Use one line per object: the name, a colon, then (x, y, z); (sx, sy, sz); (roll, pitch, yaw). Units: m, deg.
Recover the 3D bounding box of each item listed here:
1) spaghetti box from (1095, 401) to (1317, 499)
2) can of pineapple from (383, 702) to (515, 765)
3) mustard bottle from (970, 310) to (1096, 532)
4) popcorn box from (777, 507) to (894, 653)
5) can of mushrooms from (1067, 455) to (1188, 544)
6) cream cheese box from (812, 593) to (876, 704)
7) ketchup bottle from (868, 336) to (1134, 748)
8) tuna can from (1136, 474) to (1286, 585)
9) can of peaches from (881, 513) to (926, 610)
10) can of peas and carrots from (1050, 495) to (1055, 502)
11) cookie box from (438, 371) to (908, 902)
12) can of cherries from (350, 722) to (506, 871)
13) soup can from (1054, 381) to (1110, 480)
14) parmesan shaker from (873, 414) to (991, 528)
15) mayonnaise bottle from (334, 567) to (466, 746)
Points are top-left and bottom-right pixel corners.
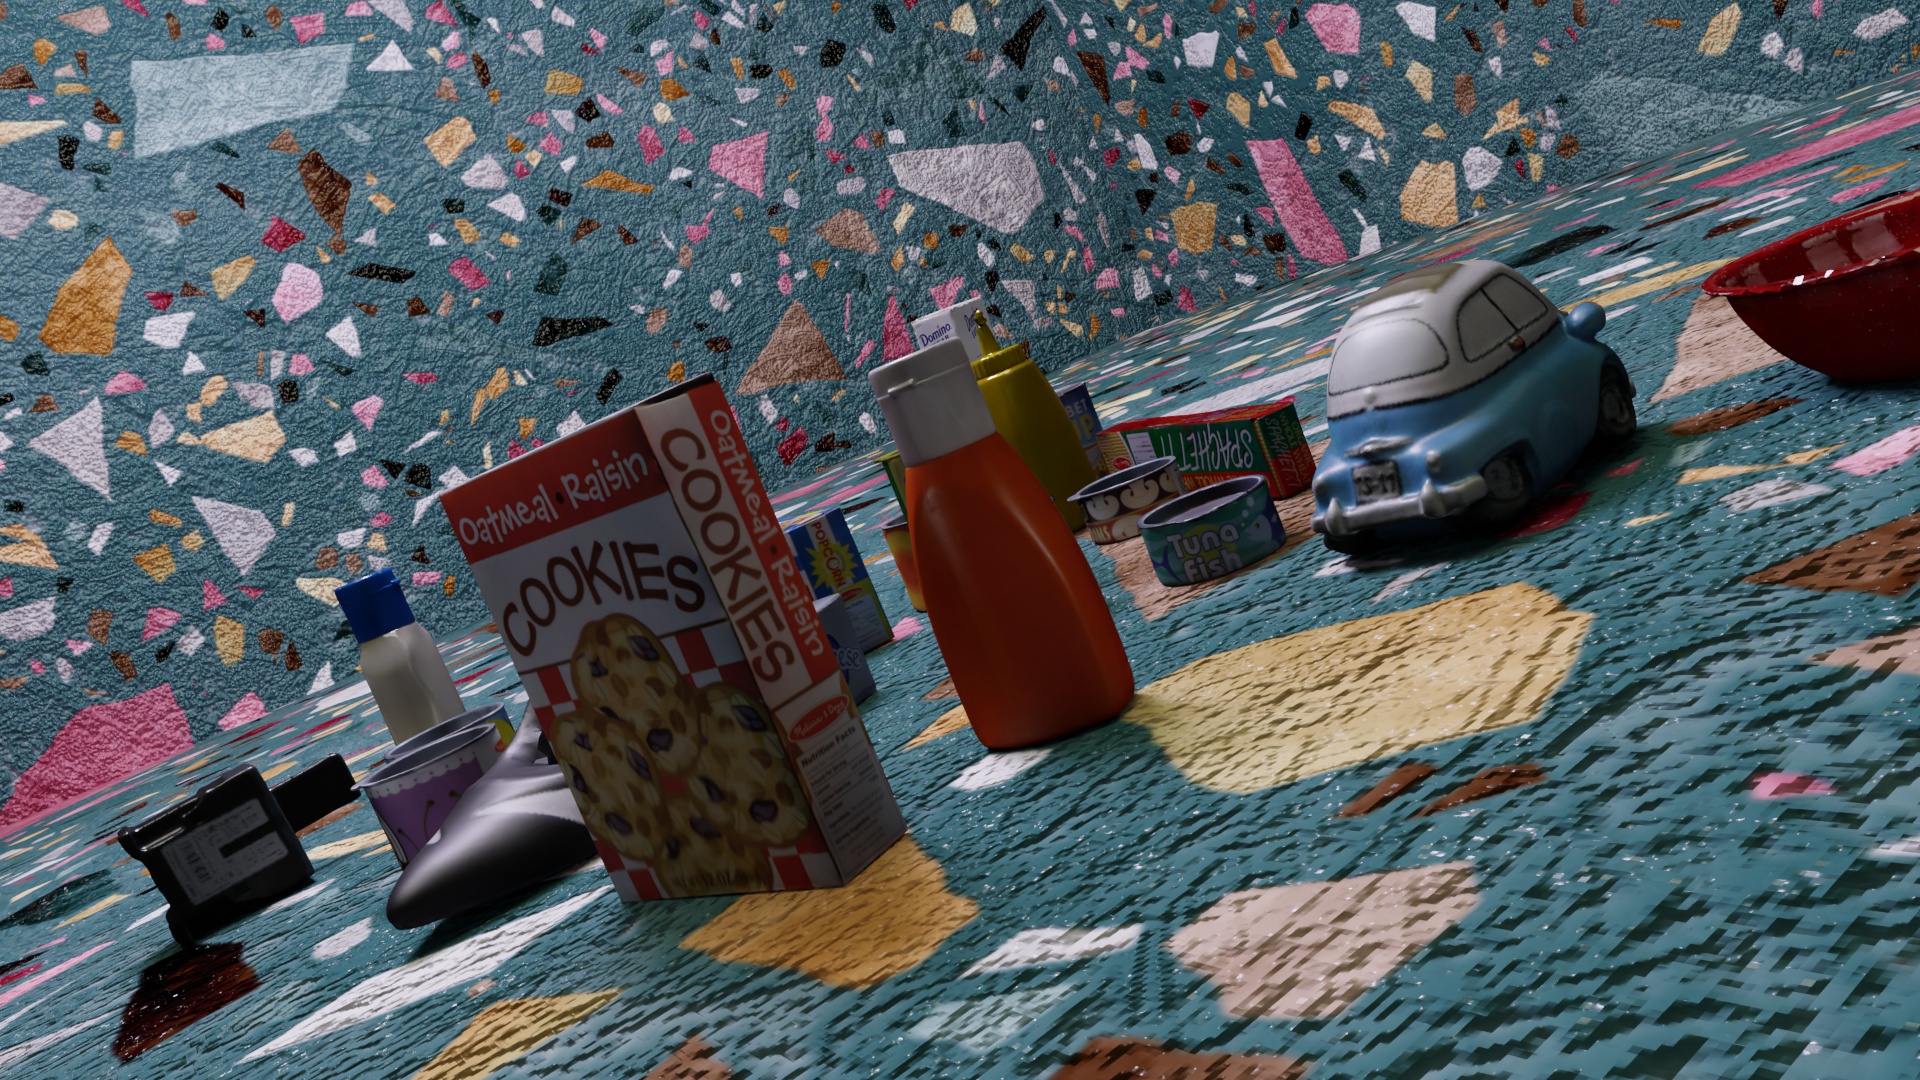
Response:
spaghetti box: (0.147, -0.054, 0.874); (0.029, 0.050, 0.250); (-24, 8, -13)
can of pineapple: (-0.267, 0.127, 0.744); (0.071, 0.057, 0.071); (-22, 7, 3)
mustard bottle: (0.041, -0.079, 0.932); (0.048, 0.160, 0.065); (-14, 11, 47)
popcorn box: (-0.098, 0.030, 0.846); (0.038, 0.085, 0.126); (-26, 9, -28)
can of mushrooms: (0.104, -0.024, 0.851); (0.071, 0.033, 0.071); (-22, 8, 3)
cream cheese box: (-0.080, 0.068, 0.655); (0.024, 0.053, 0.104); (-18, 9, 30)
ketchup bottle: (0.010, 0.001, 0.511); (0.064, 0.148, 0.044); (-18, 8, 27)
tuna can: (0.121, -0.004, 0.671); (0.071, 0.032, 0.071); (-22, 8, 3)
can of peaches: (-0.010, 0.006, 0.869); (0.071, 0.058, 0.071); (-22, 7, 3)
can of peas and carrots: (0.024, 0.017, 0.693); (0.071, 0.058, 0.071); (-22, 7, 3)
cookie box: (-0.102, 0.040, 0.483); (0.122, 0.167, 0.040); (-16, 9, 40)
can of cherries: (-0.249, 0.130, 0.675); (0.071, 0.058, 0.071); (-22, 7, 3)
soup can: (0.078, -0.069, 1.045); (0.071, 0.083, 0.071); (-22, 7, 3)
parmesan shaker: (0.003, -0.010, 0.773); (0.071, 0.103, 0.071); (-22, 7, 3)
mayonnaise bottle: (-0.348, 0.091, 0.879); (0.041, 0.148, 0.065); (-22, 7, 0)
